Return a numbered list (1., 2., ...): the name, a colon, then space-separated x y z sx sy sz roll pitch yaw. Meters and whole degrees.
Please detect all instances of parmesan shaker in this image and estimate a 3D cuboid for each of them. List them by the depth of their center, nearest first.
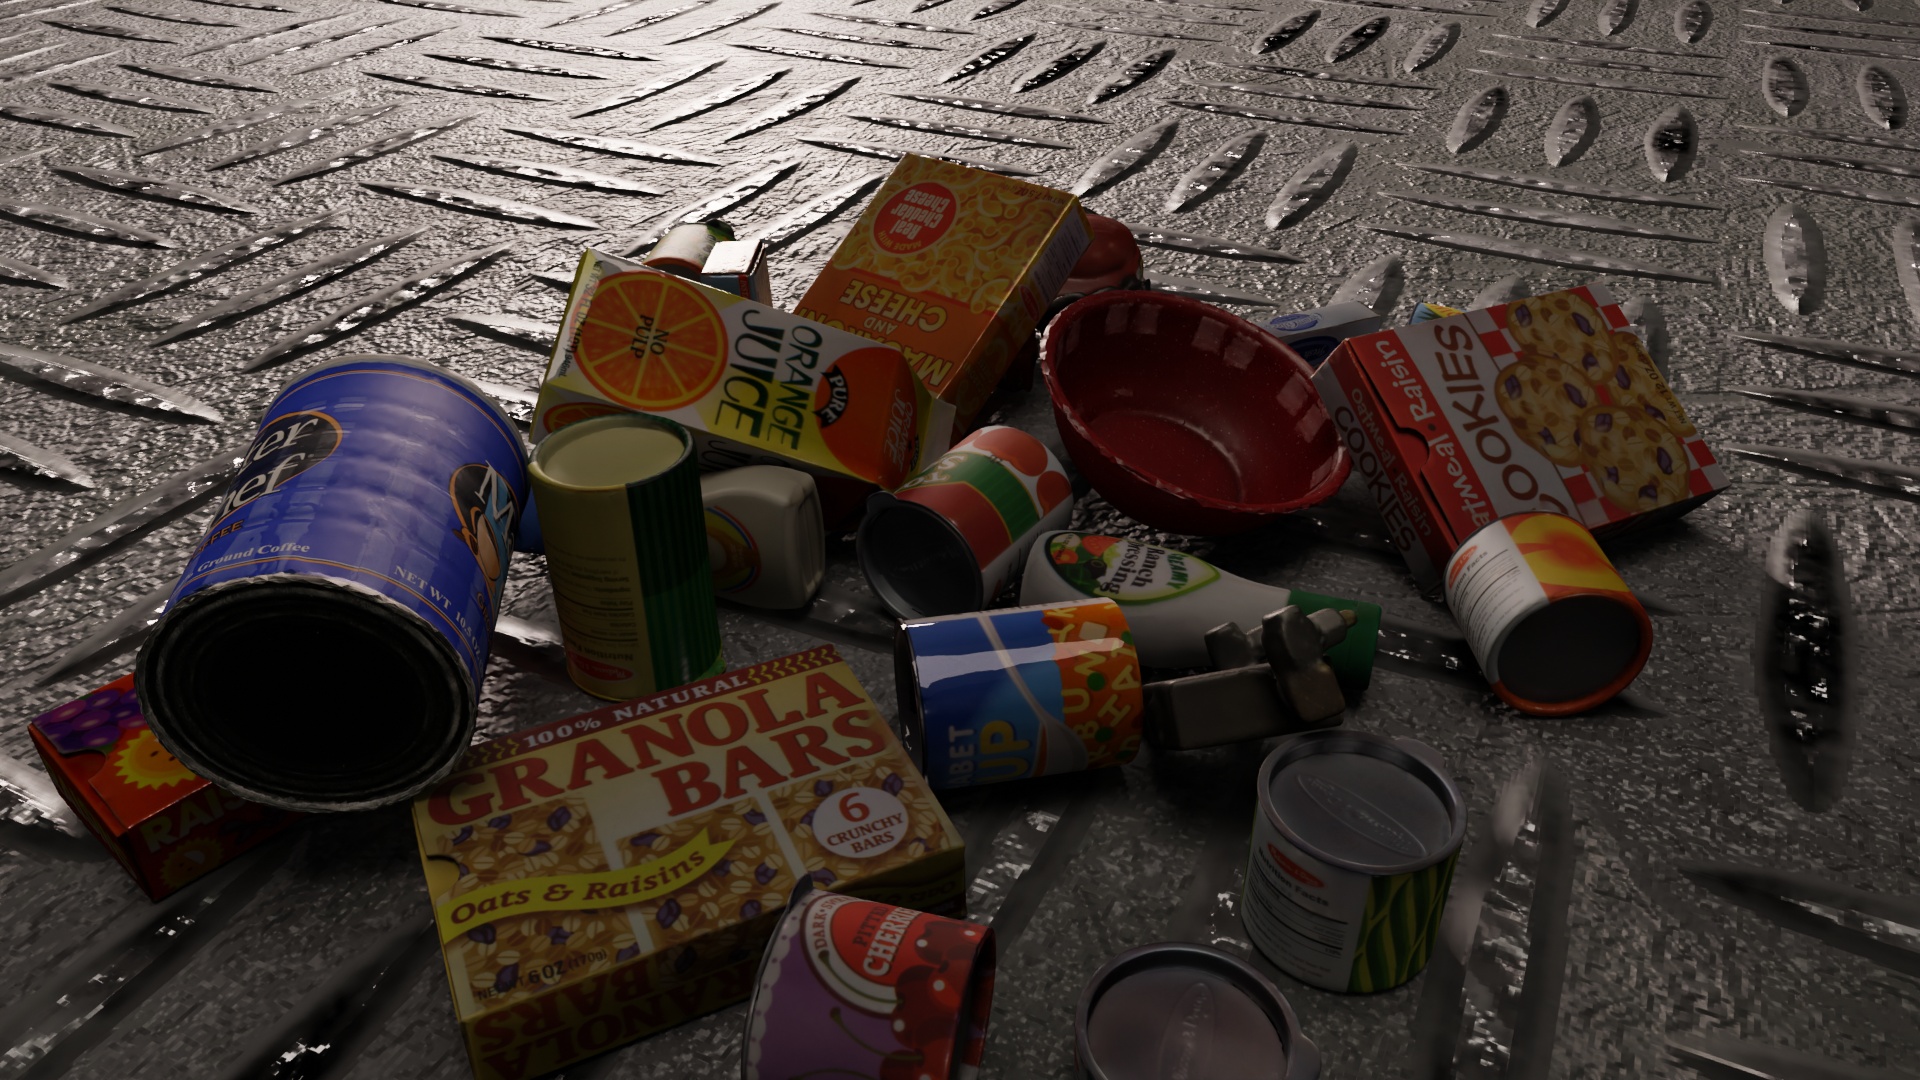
1. parmesan shaker: -0.134 0.007 0.574 0.071 0.102 0.072 0 33 0

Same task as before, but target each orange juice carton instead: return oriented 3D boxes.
1. orange juice carton: -0.095 -0.062 0.654 0.193 0.072 0.072 17 66 -16

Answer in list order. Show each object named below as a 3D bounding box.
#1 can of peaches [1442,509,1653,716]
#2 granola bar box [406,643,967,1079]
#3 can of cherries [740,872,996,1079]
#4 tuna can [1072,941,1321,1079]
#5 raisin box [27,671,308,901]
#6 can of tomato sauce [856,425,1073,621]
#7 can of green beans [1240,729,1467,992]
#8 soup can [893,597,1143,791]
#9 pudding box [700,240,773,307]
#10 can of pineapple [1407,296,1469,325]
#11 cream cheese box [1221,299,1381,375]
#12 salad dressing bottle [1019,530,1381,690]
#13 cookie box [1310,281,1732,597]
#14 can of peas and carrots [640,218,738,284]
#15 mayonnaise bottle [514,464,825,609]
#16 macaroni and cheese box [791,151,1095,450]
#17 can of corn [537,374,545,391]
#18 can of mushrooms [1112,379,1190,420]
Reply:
1. can of peaches: 0.243 0.030 0.573 0.071 0.071 0.058 0 33 -1
2. granola bar box: -0.098 0.104 0.485 0.166 0.038 0.124 -15 36 -22
3. can of cherries: -0.024 0.137 0.404 0.058 0.071 0.072 9 34 13
4. tuna can: 0.069 0.156 0.411 0.071 0.032 0.071 0 33 0
5. raisin box: -0.272 0.071 0.534 0.086 0.039 0.124 26 42 33
6. can of tomato sauce: 0.002 -0.008 0.628 0.071 0.070 0.083 19 37 27
7. can of green beans: 0.130 0.106 0.463 0.071 0.057 0.071 0 33 0
8. soup can: 0.021 0.061 0.529 0.084 0.071 0.071 -6 34 -9
9. pudding box: -0.124 -0.123 0.791 0.030 0.083 0.050 -2 33 3
10. can of pineapple: 0.272 -0.096 0.762 0.058 0.070 0.071 15 36 20
11. cream cheese box: 0.185 -0.099 0.782 0.104 0.053 0.024 -15 38 -22
12. salad dressing bottle: 0.101 0.031 0.591 0.148 0.043 0.064 11 30 16
13. cookie box: 0.270 -0.053 0.670 0.168 0.040 0.123 -14 69 -21
14. can of peas and carrots: -0.165 -0.156 0.853 0.071 0.070 0.059 5 34 7
15. mayonnaise bottle: -0.137 -0.006 0.635 0.148 0.064 0.041 5 30 14
16. macaroni and cheese box: -0.021 -0.128 0.764 0.124 0.040 0.167 24 73 33
17. can of corn: -0.179 -0.055 0.704 0.058 0.070 0.071 -8 34 -14
18. can of mushrooms: 0.094 -0.082 0.773 0.071 0.033 0.071 1 34 0
